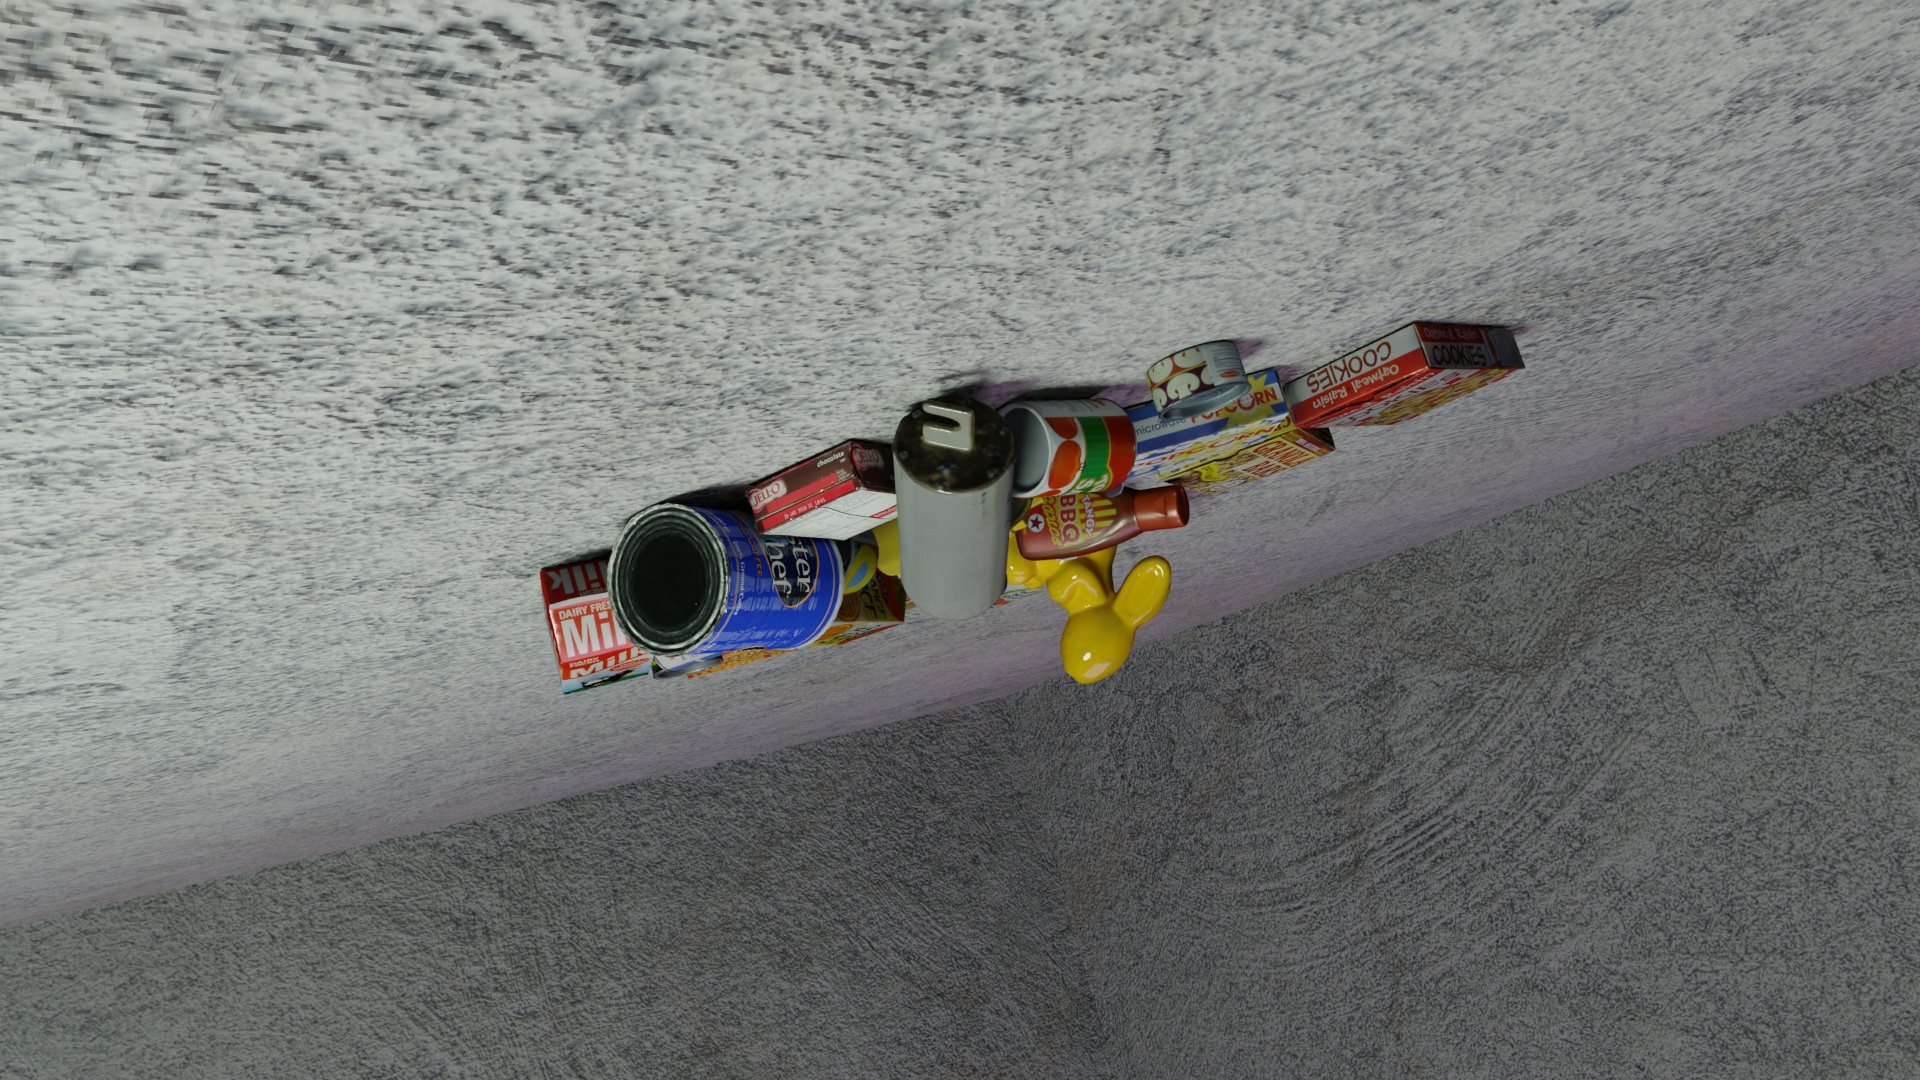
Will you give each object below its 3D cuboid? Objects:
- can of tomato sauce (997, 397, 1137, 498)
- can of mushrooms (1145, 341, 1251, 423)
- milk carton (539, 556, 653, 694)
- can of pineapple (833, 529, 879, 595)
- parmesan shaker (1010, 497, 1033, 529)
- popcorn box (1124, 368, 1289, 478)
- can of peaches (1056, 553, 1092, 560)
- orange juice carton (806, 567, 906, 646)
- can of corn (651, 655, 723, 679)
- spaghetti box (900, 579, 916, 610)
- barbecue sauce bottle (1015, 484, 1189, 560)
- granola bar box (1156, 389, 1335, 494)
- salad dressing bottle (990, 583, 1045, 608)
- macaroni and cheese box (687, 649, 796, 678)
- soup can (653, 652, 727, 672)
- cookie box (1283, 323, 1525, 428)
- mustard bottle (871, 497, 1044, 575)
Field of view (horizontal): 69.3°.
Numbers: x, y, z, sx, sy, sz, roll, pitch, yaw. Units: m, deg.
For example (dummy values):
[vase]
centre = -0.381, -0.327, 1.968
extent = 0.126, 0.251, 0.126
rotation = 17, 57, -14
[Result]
[can of tomato sauce]
centre = 0.069, -0.062, 0.951
extent = 0.083, 0.071, 0.071
rotation = -6, 166, -42
[can of mushrooms]
centre = 0.161, -0.108, 0.953
extent = 0.071, 0.033, 0.071
rotation = -17, 170, -3
[milk carton]
centre = -0.275, 0.061, 1.055
extent = 0.072, 0.073, 0.190
rotation = -13, 169, -18
[can of pineapple]
centre = -0.104, 0.010, 1.070
extent = 0.071, 0.071, 0.058
rotation = -19, 169, 15
[parmesan shaker]
centre = 0.012, -0.027, 1.063
extent = 0.071, 0.071, 0.102
rotation = -13, 168, -20
[popcorn box]
centre = 0.181, -0.088, 1.075
extent = 0.127, 0.038, 0.085
rotation = -16, 169, -5
[can of peaches]
centre = 0.113, -0.019, 1.287
extent = 0.071, 0.058, 0.071
rotation = -15, 170, -3
[orange juice carton]
centre = -0.114, 0.052, 1.265
extent = 0.071, 0.073, 0.193
rotation = -21, 169, 21
[can of corn]
centre = -0.260, 0.092, 1.286
extent = 0.071, 0.058, 0.071
rotation = -16, 170, -3
[spaghetti box]
centre = -0.146, 0.088, 1.529
extent = 0.250, 0.029, 0.050
rotation = -19, 169, 12
[barbecue sauce bottle]
centre = 0.121, -0.021, 1.193
extent = 0.148, 0.065, 0.044
rotation = -7, 174, 26
[granola bar box]
centre = 0.248, -0.082, 1.213
extent = 0.124, 0.039, 0.166
rotation = -21, 169, 23
[salad dressing bottle]
centre = 0.082, 0.035, 1.566
extent = 0.147, 0.044, 0.064
rotation = -25, 166, 37
[macaroni and cheese box]
centre = -0.227, 0.096, 1.414
extent = 0.124, 0.040, 0.166
rotation = -15, 169, -11
[soup can]
centre = -0.224, 0.070, 1.213
extent = 0.083, 0.071, 0.071
rotation = -19, 169, 13
[cookie box]
centre = 0.360, -0.131, 1.125
extent = 0.168, 0.040, 0.122
rotation = -6, 166, -44
[mustard bottle]
centre = 0.004, -0.015, 1.160
extent = 0.160, 0.049, 0.065
rotation = -19, 171, 14
